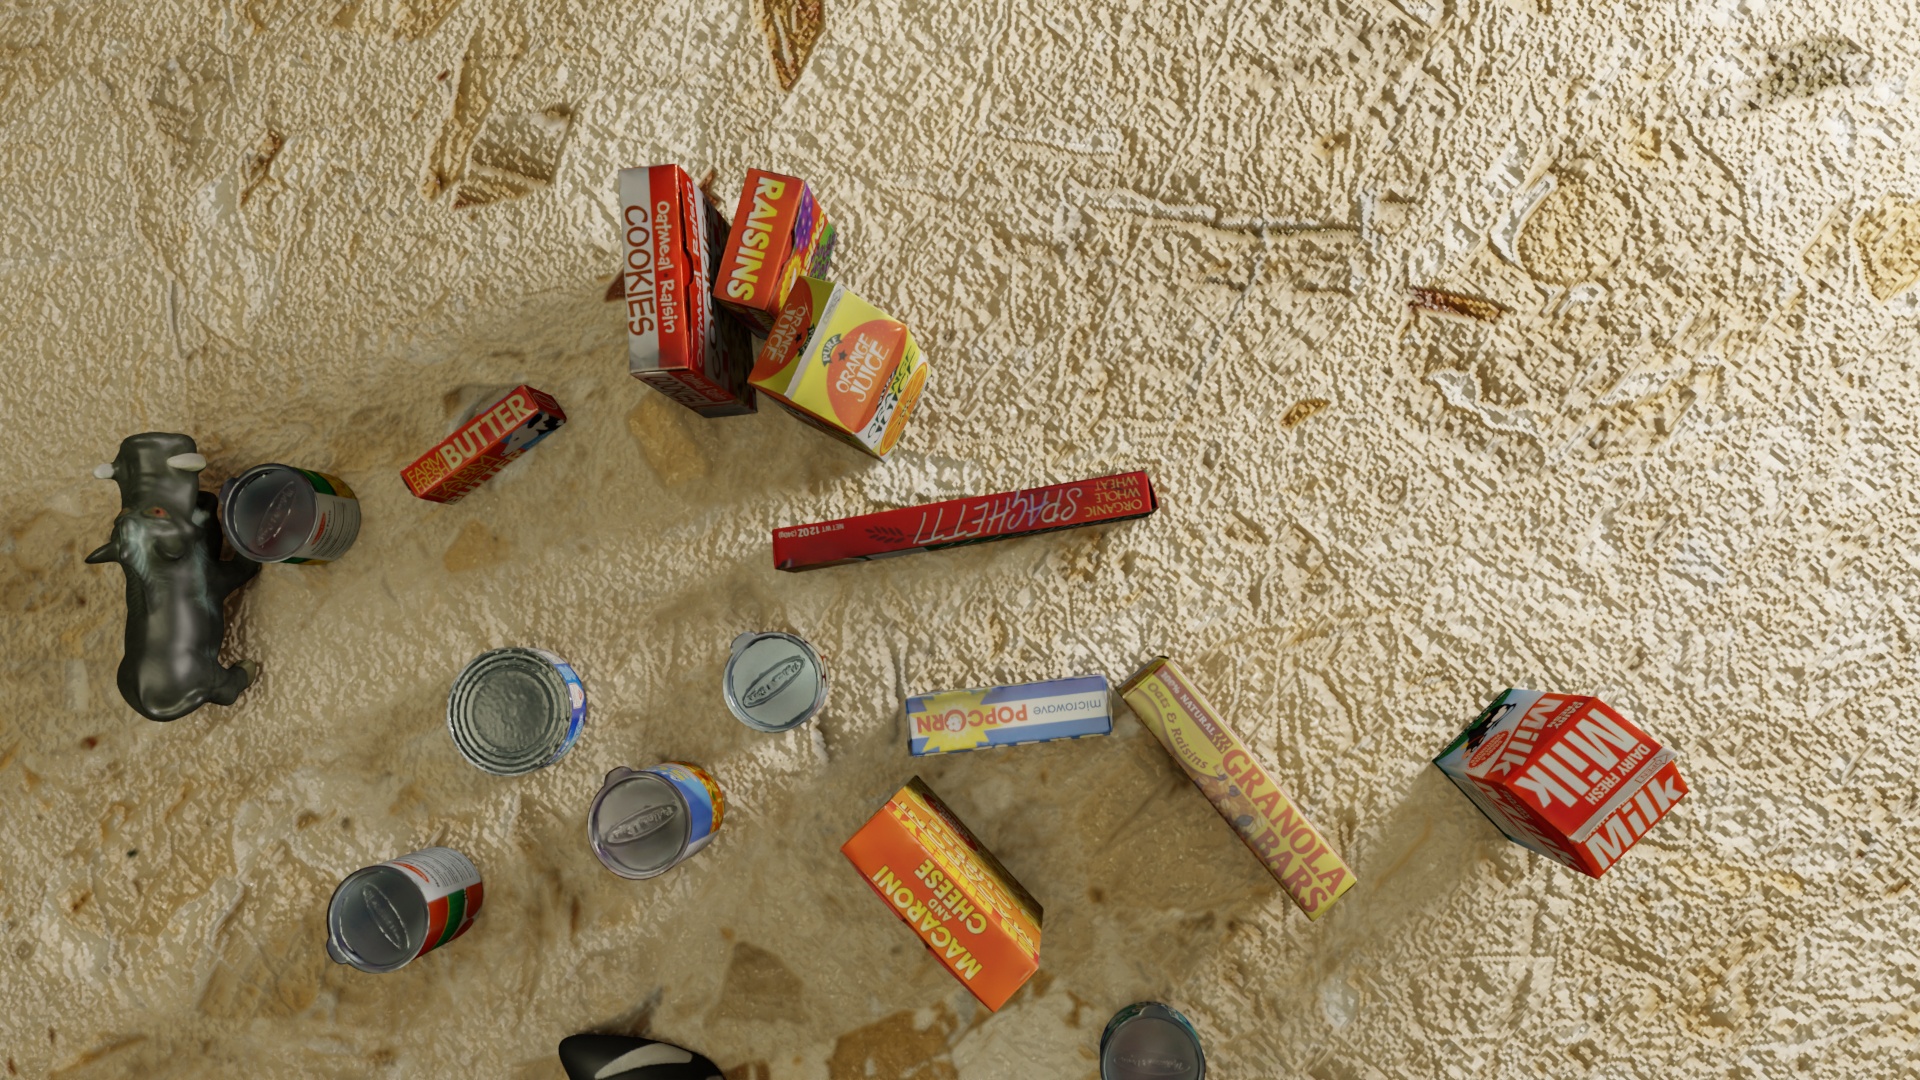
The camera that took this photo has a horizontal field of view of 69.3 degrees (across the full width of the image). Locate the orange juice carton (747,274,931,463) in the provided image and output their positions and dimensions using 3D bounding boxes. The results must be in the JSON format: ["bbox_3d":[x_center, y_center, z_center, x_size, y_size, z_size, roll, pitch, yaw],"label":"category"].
[{"bbox_3d":[-0.074,-0.104,0.852,0.073,0.192,0.072,26,89,6],"label":"orange juice carton"}]

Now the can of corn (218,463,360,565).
[{"bbox_3d":[-0.454,-0.018,0.942,0.071,0.058,0.071,0,86,4],"label":"can of corn"}]

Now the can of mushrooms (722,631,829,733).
[{"bbox_3d":[-0.123,0.091,0.921,0.071,0.033,0.071,0,86,4],"label":"can of mushrooms"}]

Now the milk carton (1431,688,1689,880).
[{"bbox_3d":[0.347,0.137,0.802,0.072,0.190,0.073,-44,84,1],"label":"milk carton"}]

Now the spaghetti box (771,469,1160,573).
[{"bbox_3d":[0.003,-0.011,0.911,0.250,0.050,0.028,-9,85,4],"label":"spaghetti box"}]

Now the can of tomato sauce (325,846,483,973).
[{"bbox_3d":[-0.360,0.239,0.902,0.071,0.083,0.071,0,86,4],"label":"can of tomato sauce"}]

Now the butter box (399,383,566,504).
[{"bbox_3d":[-0.321,-0.064,0.938,0.103,0.053,0.024,-36,84,1],"label":"butter box"}]

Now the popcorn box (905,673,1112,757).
[{"bbox_3d":[0.032,0.110,0.881,0.127,0.085,0.038,-7,86,4],"label":"popcorn box"}]

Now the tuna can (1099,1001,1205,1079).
[{"bbox_3d":[0.122,0.328,0.884,0.071,0.033,0.071,0,86,4],"label":"tuna can"}]

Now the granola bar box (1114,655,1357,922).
[{"bbox_3d":[0.164,0.144,0.849,0.039,0.124,0.165,-40,84,1],"label":"granola bar box"}]

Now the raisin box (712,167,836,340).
[{"bbox_3d":[-0.117,-0.178,0.896,0.040,0.123,0.086,16,87,5],"label":"raisin box"}]

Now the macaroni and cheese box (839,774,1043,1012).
[{"bbox_3d":[-0.006,0.207,0.836,0.040,0.166,0.124,-45,84,1],"label":"macaroni and cheese box"}]

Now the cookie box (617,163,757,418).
[{"bbox_3d":[-0.168,-0.151,0.875,0.040,0.167,0.123,-5,86,4],"label":"cookie box"}]

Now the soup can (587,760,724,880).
[{"bbox_3d":[-0.195,0.175,0.894,0.071,0.084,0.071,0,86,4],"label":"soup can"}]
